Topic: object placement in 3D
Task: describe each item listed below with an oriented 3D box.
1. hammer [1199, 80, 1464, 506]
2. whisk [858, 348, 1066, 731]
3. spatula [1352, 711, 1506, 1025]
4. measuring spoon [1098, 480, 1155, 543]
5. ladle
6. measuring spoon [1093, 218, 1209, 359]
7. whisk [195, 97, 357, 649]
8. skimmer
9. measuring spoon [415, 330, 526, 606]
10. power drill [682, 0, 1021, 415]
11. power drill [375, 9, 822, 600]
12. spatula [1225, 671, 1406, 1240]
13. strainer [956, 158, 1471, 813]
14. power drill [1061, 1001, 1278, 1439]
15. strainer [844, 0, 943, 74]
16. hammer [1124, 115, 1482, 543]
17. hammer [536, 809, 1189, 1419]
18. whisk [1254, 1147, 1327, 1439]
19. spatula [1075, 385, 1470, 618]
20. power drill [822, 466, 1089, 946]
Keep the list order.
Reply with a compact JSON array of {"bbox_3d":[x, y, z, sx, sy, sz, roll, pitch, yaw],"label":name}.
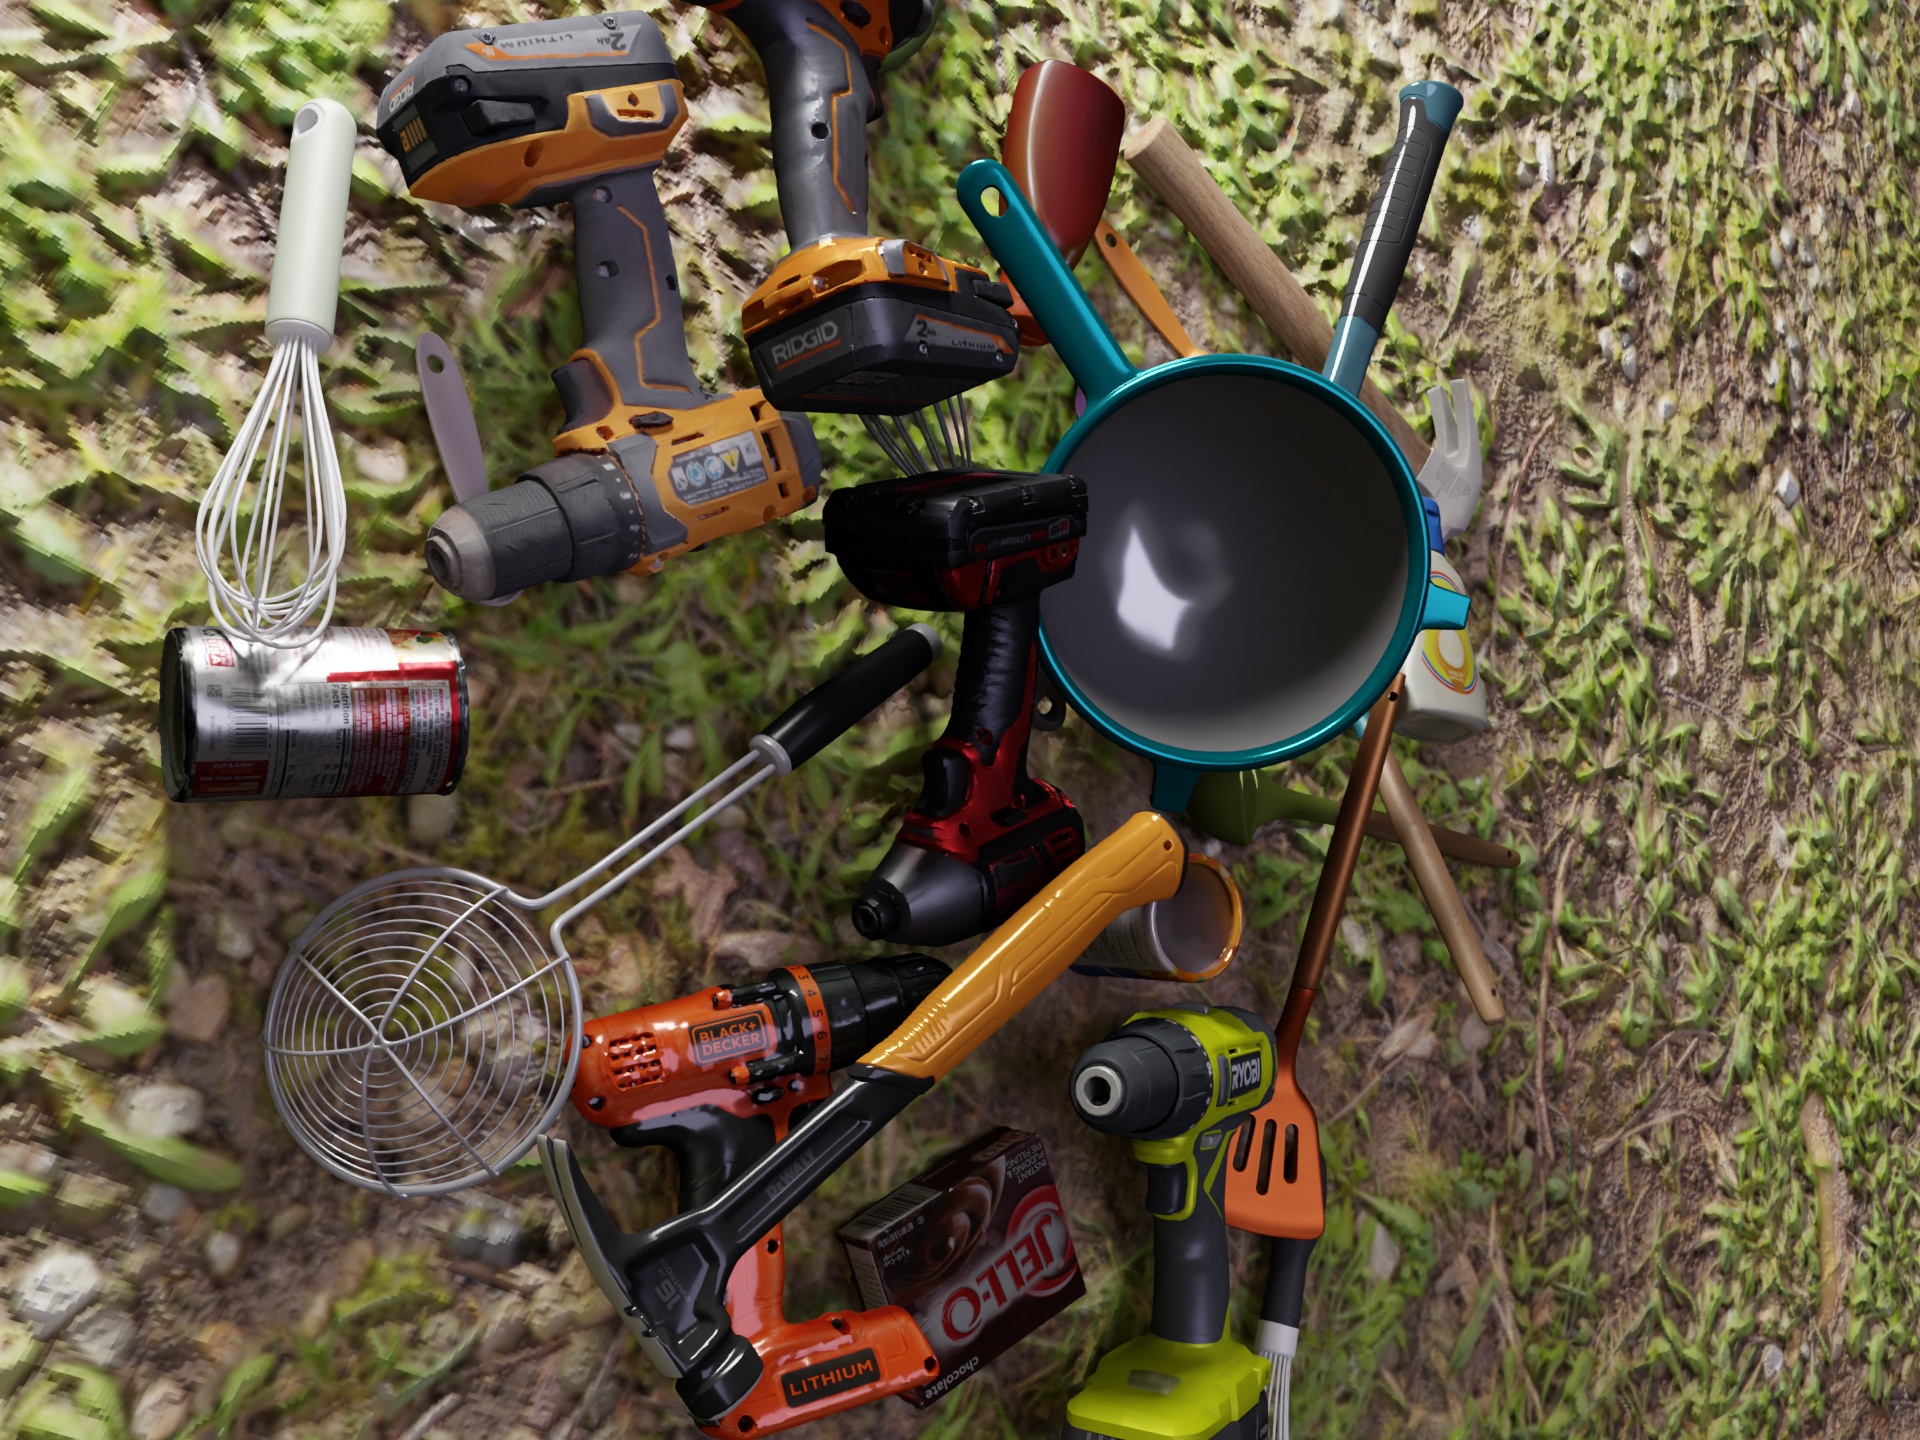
[{"bbox_3d":[0.243,-0.249,0.958,0.128,0.033,0.331,28,73,-26],"label":"hammer"},{"bbox_3d":[0.002,-0.098,0.816,0.055,0.055,0.238,-35,109,-31],"label":"whisk"},{"bbox_3d":[0.256,0.026,0.929,0.082,0.044,0.318,8,52,-34],"label":"spatula"},{"bbox_3d":[0.127,-0.098,0.911,0.128,0.021,0.042,36,67,-24],"label":"measuring spoon"},{"bbox_3d":[0.250,0.057,0.962,0.320,0.062,0.078,15,67,-35],"label":"ladle"},{"bbox_3d":[0.114,-0.244,0.923,0.116,0.011,0.021,49,62,-20],"label":"measuring spoon"},{"bbox_3d":[-0.258,-0.142,0.620,0.059,0.058,0.246,36,47,-58],"label":"whisk"},{"bbox_3d":[-0.135,0.060,0.710,0.127,0.090,0.363,45,48,7],"label":"skimmer"},{"bbox_3d":[-0.218,-0.107,0.688,0.034,0.018,0.124,-12,85,-46],"label":"measuring spoon"},{"bbox_3d":[-0.046,-0.257,0.713,0.164,0.084,0.226,-13,89,-55],"label":"power drill"},{"bbox_3d":[-0.170,-0.170,0.680,0.185,0.084,0.226,-28,105,-37],"label":"power drill"},{"bbox_3d":[0.204,0.129,0.895,0.081,0.041,0.322,15,94,-6],"label":"spatula"},{"bbox_3d":[0.097,-0.136,0.835,0.211,0.095,0.340,-34,97,2],"label":"strainer"},{"bbox_3d":[0.102,0.258,0.794,0.190,0.080,0.228,13,79,-62],"label":"power drill"},{"bbox_3d":[-0.086,-0.445,0.773,0.151,0.069,0.256,-49,113,-27],"label":"strainer"},{"bbox_3d":[0.218,-0.237,0.982,0.331,0.031,0.130,43,64,-23],"label":"hammer"},{"bbox_3d":[-0.018,0.133,0.690,0.337,0.034,0.127,-36,101,-32],"label":"hammer"},{"bbox_3d":[0.170,0.375,0.879,0.070,0.070,0.285,27,67,-29],"label":"whisk"},{"bbox_3d":[0.194,-0.124,0.953,0.315,0.018,0.060,24,59,-26],"label":"spatula"},{"bbox_3d":[-0.001,-0.002,0.750,0.143,0.079,0.219,-20,114,-47],"label":"power drill"}]
